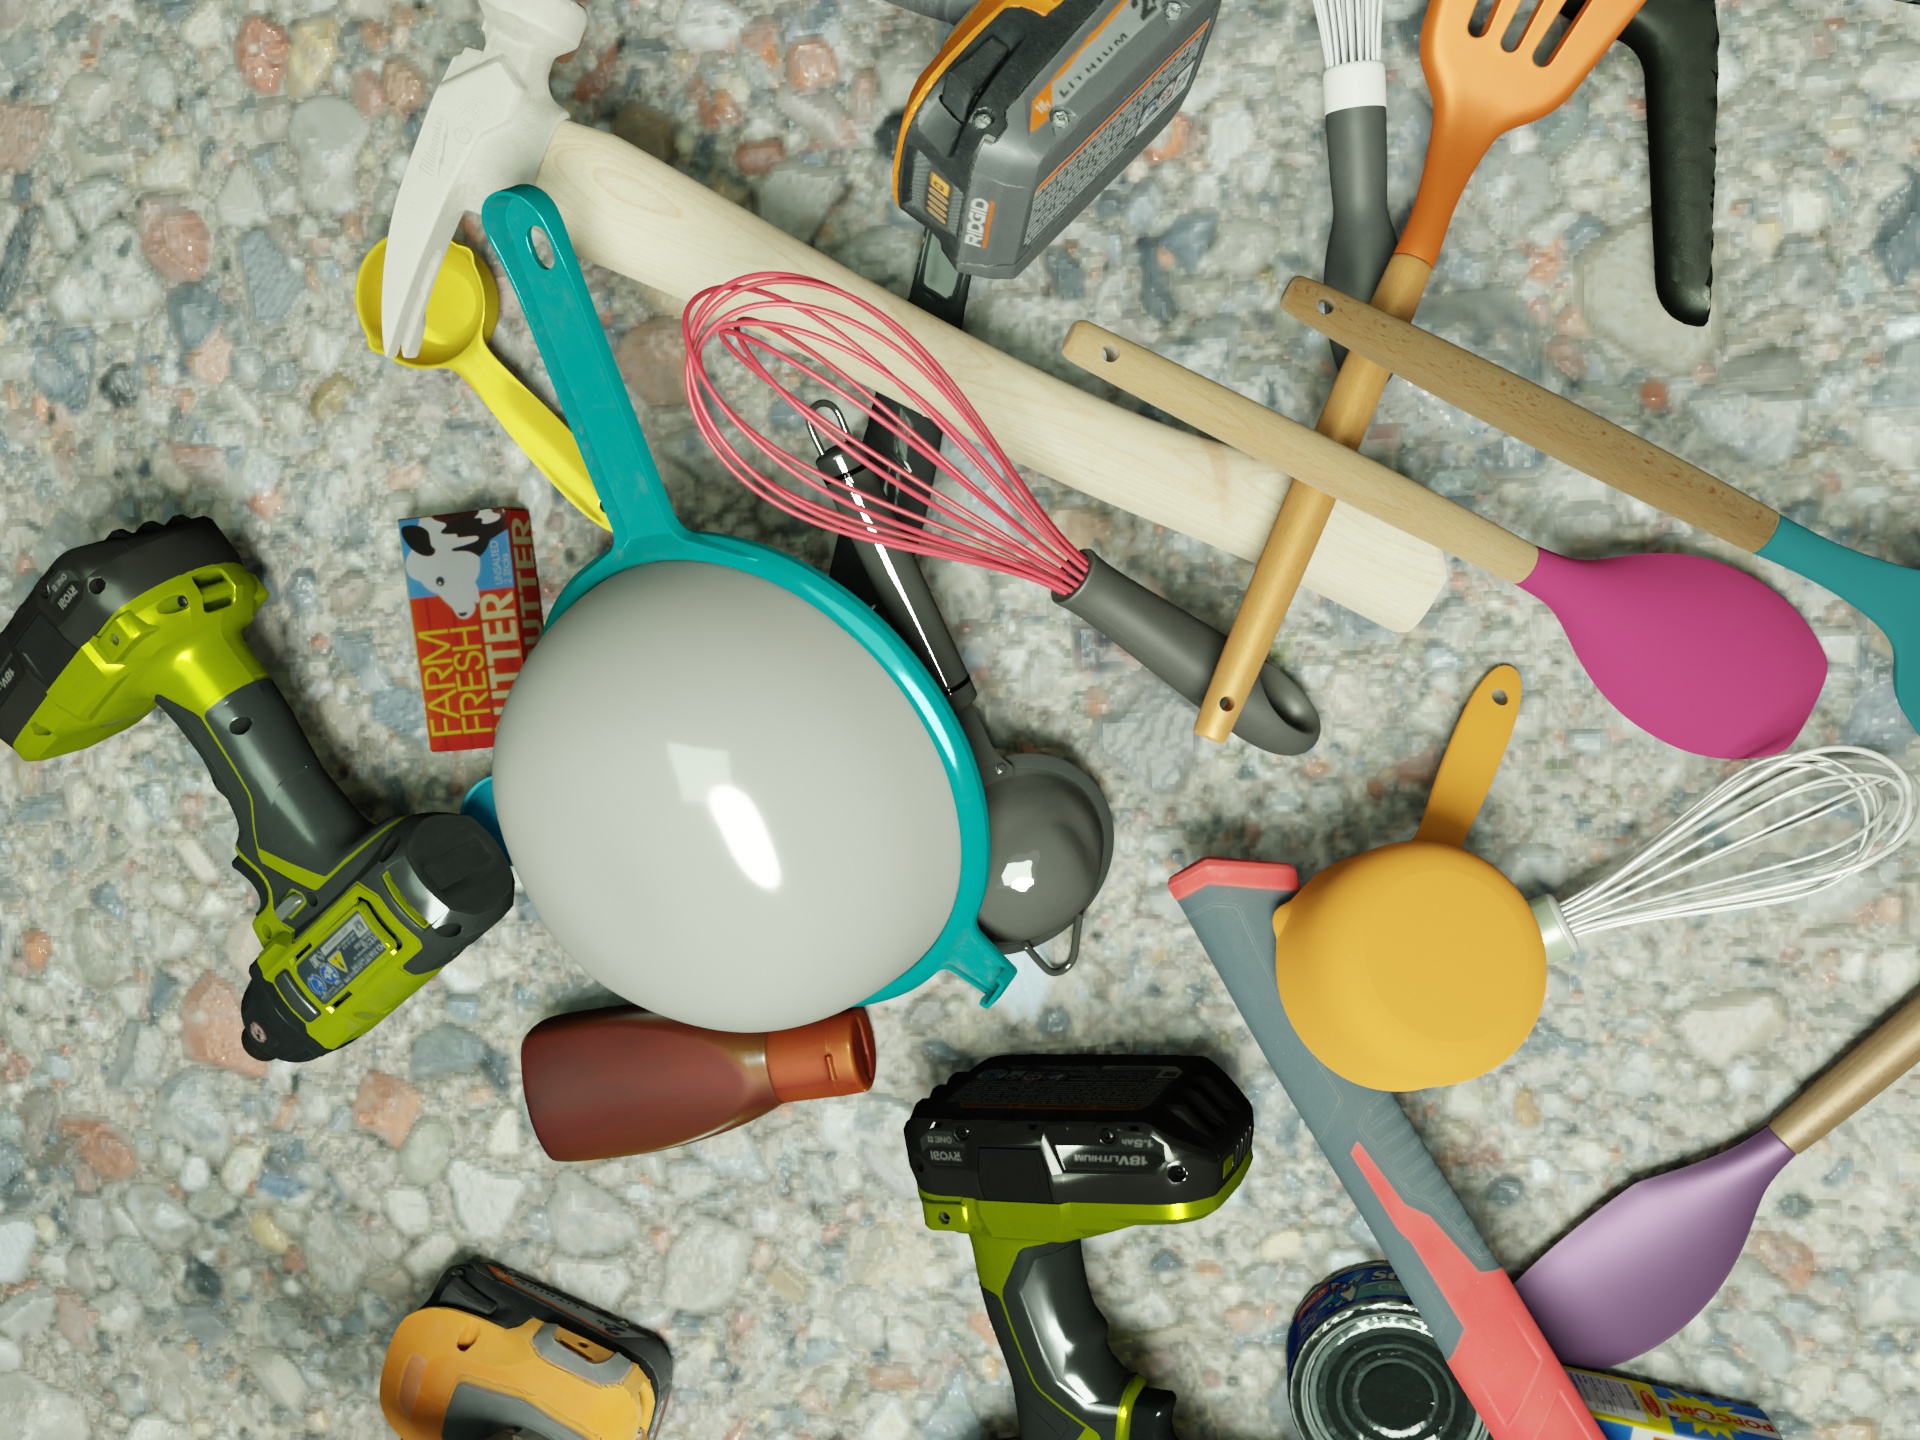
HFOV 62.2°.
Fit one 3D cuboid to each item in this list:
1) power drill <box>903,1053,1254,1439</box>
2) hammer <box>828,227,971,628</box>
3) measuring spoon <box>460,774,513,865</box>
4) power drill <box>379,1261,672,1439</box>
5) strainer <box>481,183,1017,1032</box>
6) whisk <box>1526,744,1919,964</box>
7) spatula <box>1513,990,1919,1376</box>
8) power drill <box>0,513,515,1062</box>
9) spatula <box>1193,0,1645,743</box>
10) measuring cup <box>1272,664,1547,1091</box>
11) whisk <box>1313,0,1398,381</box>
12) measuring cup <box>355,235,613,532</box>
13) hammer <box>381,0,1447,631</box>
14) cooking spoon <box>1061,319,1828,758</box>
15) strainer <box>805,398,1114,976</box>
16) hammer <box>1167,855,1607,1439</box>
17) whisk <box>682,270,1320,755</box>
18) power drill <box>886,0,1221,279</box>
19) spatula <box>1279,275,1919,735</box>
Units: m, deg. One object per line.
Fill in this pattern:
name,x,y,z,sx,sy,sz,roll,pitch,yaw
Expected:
power drill,0.071,0.254,0.628,0.190,0.080,0.228,-6,96,27
hammer,-0.014,-0.173,0.633,0.149,0.036,0.409,16,100,11
measuring spoon,-0.162,0.017,0.699,0.128,0.021,0.042,-34,100,4
power drill,-0.234,0.303,0.634,0.185,0.226,0.084,20,100,9
strainer,-0.120,-0.014,0.574,0.211,0.095,0.340,-4,116,32
whisk,0.236,0.074,0.604,0.246,0.059,0.057,-28,118,18
spatula,0.333,0.144,0.602,0.060,0.018,0.316,41,105,-2
power drill,-0.317,0.039,0.695,0.171,0.080,0.223,-37,91,29
spatula,0.152,-0.141,0.562,0.081,0.041,0.322,22,93,-5
measuring cup,0.180,0.050,0.575,0.095,0.052,0.174,26,75,-1
whisk,0.143,-0.264,0.581,0.070,0.070,0.284,-4,101,12
measuring cup,-0.193,-0.142,0.685,0.062,0.029,0.156,-39,99,13
hammer,-0.012,-0.124,0.600,0.410,0.038,0.146,25,103,-3
cooking spoon,0.178,-0.065,0.560,0.318,0.017,0.069,23,95,-13
strainer,-0.001,-0.002,0.608,0.087,0.050,0.258,-29,107,-13
hammer,0.177,0.227,0.592,0.143,0.038,0.386,-32,84,5
whisk,0.025,-0.061,0.568,0.295,0.073,0.073,31,104,-26
power drill,-0.044,-0.257,0.546,0.226,0.084,0.164,40,73,7
spatula,0.252,-0.076,0.556,0.317,0.044,0.082,27,98,-1
